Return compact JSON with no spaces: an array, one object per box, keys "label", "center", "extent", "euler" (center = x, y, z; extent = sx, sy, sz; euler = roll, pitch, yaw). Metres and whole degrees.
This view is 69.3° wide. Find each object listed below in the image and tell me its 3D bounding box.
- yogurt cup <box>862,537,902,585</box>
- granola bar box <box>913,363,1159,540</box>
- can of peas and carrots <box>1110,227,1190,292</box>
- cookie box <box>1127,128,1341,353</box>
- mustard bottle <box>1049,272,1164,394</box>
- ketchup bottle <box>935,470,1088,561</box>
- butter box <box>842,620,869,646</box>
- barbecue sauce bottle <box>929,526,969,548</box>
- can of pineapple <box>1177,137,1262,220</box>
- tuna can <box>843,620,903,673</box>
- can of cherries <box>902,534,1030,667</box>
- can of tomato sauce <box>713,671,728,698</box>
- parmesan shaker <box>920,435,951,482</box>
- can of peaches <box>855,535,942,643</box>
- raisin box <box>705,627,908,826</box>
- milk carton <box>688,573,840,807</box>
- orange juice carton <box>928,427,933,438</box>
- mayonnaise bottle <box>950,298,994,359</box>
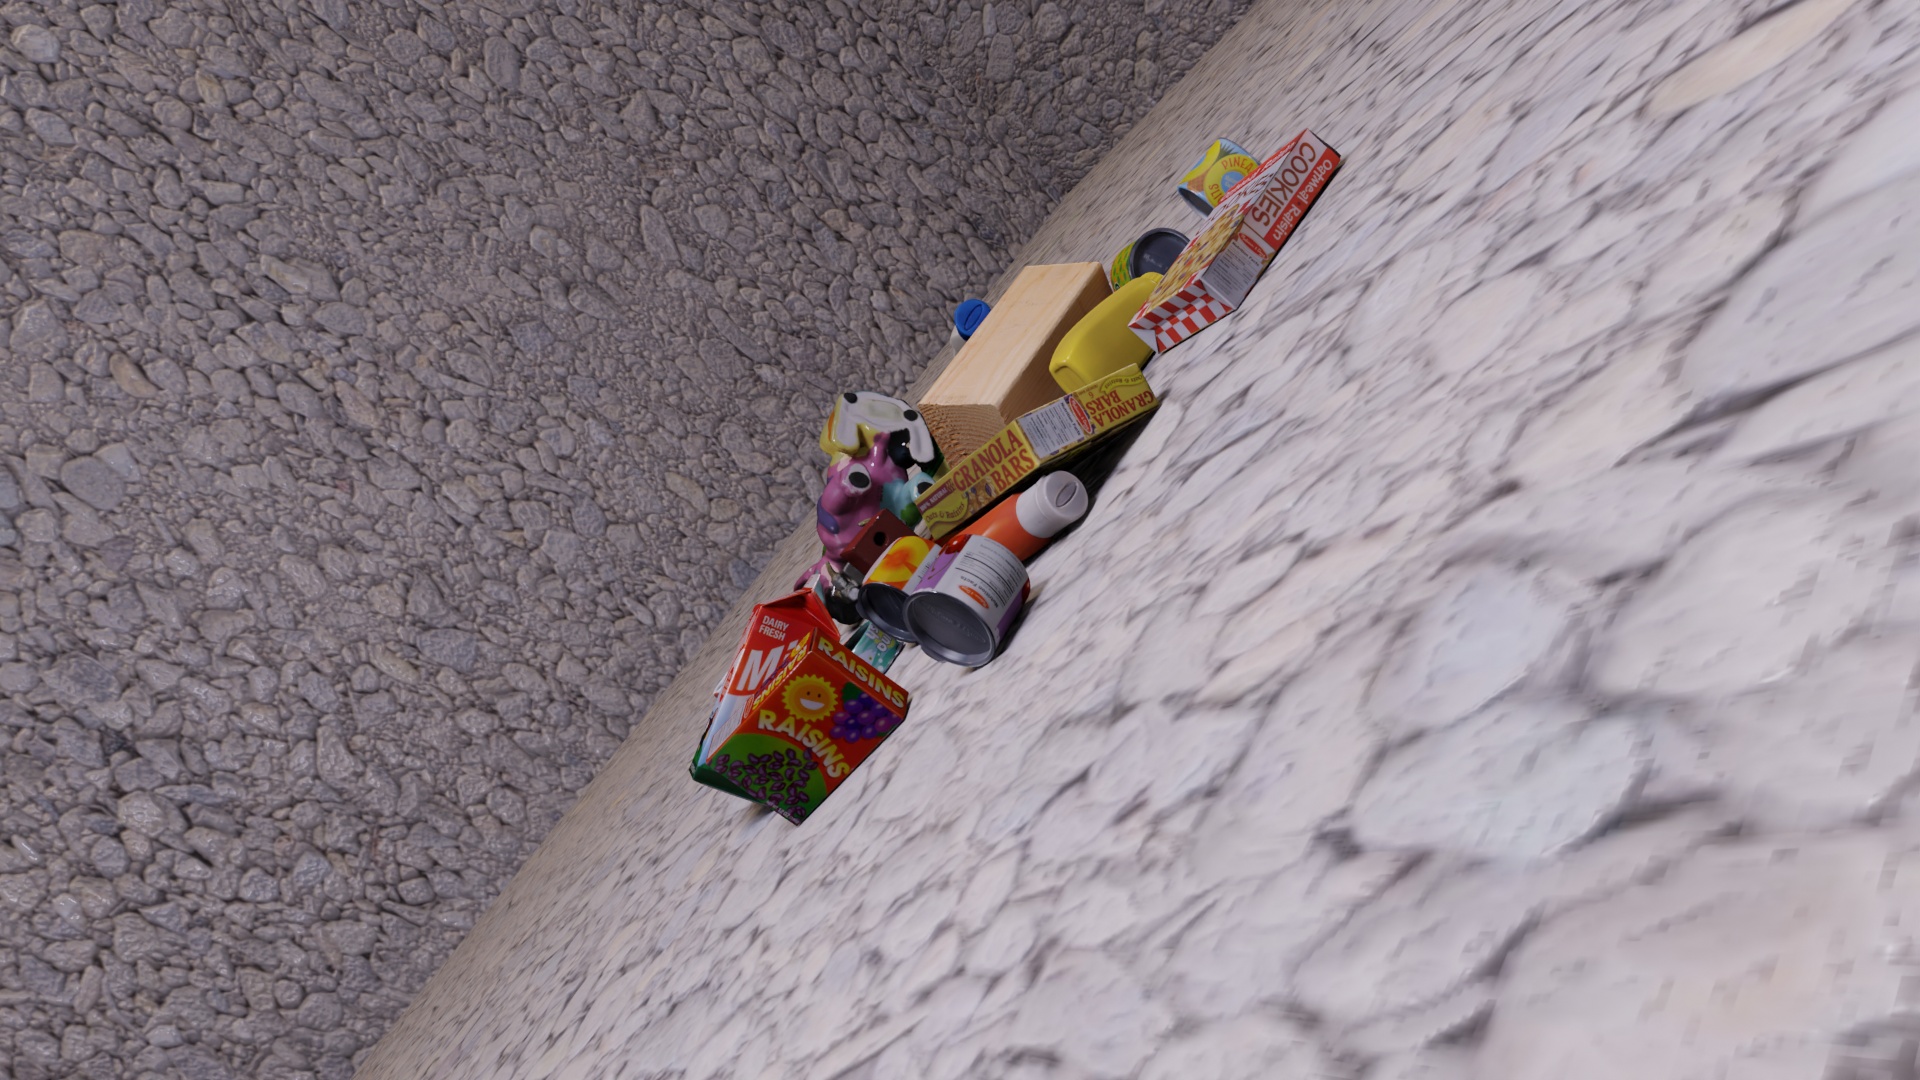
[{"label":"yogurt cup","center":[-0.048,0.034,1.212],"extent":[0.072,0.054,0.072],"euler":[-48,9,11]},{"label":"granola bar box","center":[0.054,-0.063,1.035],"extent":[0.125,0.039,0.165],"euler":[-27,-4,-33]},{"label":"can of peas and carrots","center":[0.173,-0.239,1.245],"extent":[0.071,0.071,0.058],"euler":[-51,8,-8]},{"label":"cookie box","center":[0.216,-0.234,1.098],"extent":[0.168,0.040,0.122],"euler":[-53,10,-19]},{"label":"mustard bottle","center":[0.142,-0.181,1.173],"extent":[0.161,0.065,0.048],"euler":[-47,12,-25]},{"label":"ketchup bottle","center":[0.036,-0.006,1.001],"extent":[0.065,0.043,0.148],"euler":[-49,7,-36]},{"label":"butter box","center":[-0.098,0.107,1.244],"extent":[0.103,0.024,0.053],"euler":[-44,10,27]},{"label":"barbecue sauce bottle","center":[0.004,-0.015,1.196],"extent":[0.064,0.043,0.149],"euler":[-41,10,15]},{"label":"can of pineapple","center":[0.240,-0.322,1.261],"extent":[0.058,0.071,0.071],"euler":[-49,9,4]},{"label":"tuna can","center":[-0.081,0.100,1.166],"extent":[0.071,0.033,0.071],"euler":[-48,9,10]},{"label":"can of cherries","center":[0.003,0.039,0.899],"extent":[0.071,0.071,0.059],"euler":[-39,14,50]},{"label":"can of tomato sauce","center":[-0.174,0.141,1.281],"extent":[0.071,0.083,0.071],"euler":[-48,9,10]},{"label":"parmesan shaker","center":[0.004,-0.104,1.422],"extent":[0.102,0.071,0.072],"euler":[-56,2,44]},{"label":"can of peaches","center":[-0.042,0.039,1.112],"extent":[0.071,0.071,0.058],"euler":[-38,14,53]},{"label":"raisin box","center":[-0.109,0.133,0.987],"extent":[0.123,0.086,0.040],"euler":[-47,15,19]},{"label":"milk carton","center":[-0.156,0.116,1.153],"extent":[0.072,0.073,0.190],"euler":[169,123,-77]},{"label":"orange juice carton","center":[0.032,-0.138,1.480],"extent":[0.191,0.072,0.073],"euler":[-41,12,42]},{"label":"mayonnaise bottle","center":[0.017,-0.204,1.363],"extent":[0.065,0.041,0.148],"euler":[-58,-4,0]}]
